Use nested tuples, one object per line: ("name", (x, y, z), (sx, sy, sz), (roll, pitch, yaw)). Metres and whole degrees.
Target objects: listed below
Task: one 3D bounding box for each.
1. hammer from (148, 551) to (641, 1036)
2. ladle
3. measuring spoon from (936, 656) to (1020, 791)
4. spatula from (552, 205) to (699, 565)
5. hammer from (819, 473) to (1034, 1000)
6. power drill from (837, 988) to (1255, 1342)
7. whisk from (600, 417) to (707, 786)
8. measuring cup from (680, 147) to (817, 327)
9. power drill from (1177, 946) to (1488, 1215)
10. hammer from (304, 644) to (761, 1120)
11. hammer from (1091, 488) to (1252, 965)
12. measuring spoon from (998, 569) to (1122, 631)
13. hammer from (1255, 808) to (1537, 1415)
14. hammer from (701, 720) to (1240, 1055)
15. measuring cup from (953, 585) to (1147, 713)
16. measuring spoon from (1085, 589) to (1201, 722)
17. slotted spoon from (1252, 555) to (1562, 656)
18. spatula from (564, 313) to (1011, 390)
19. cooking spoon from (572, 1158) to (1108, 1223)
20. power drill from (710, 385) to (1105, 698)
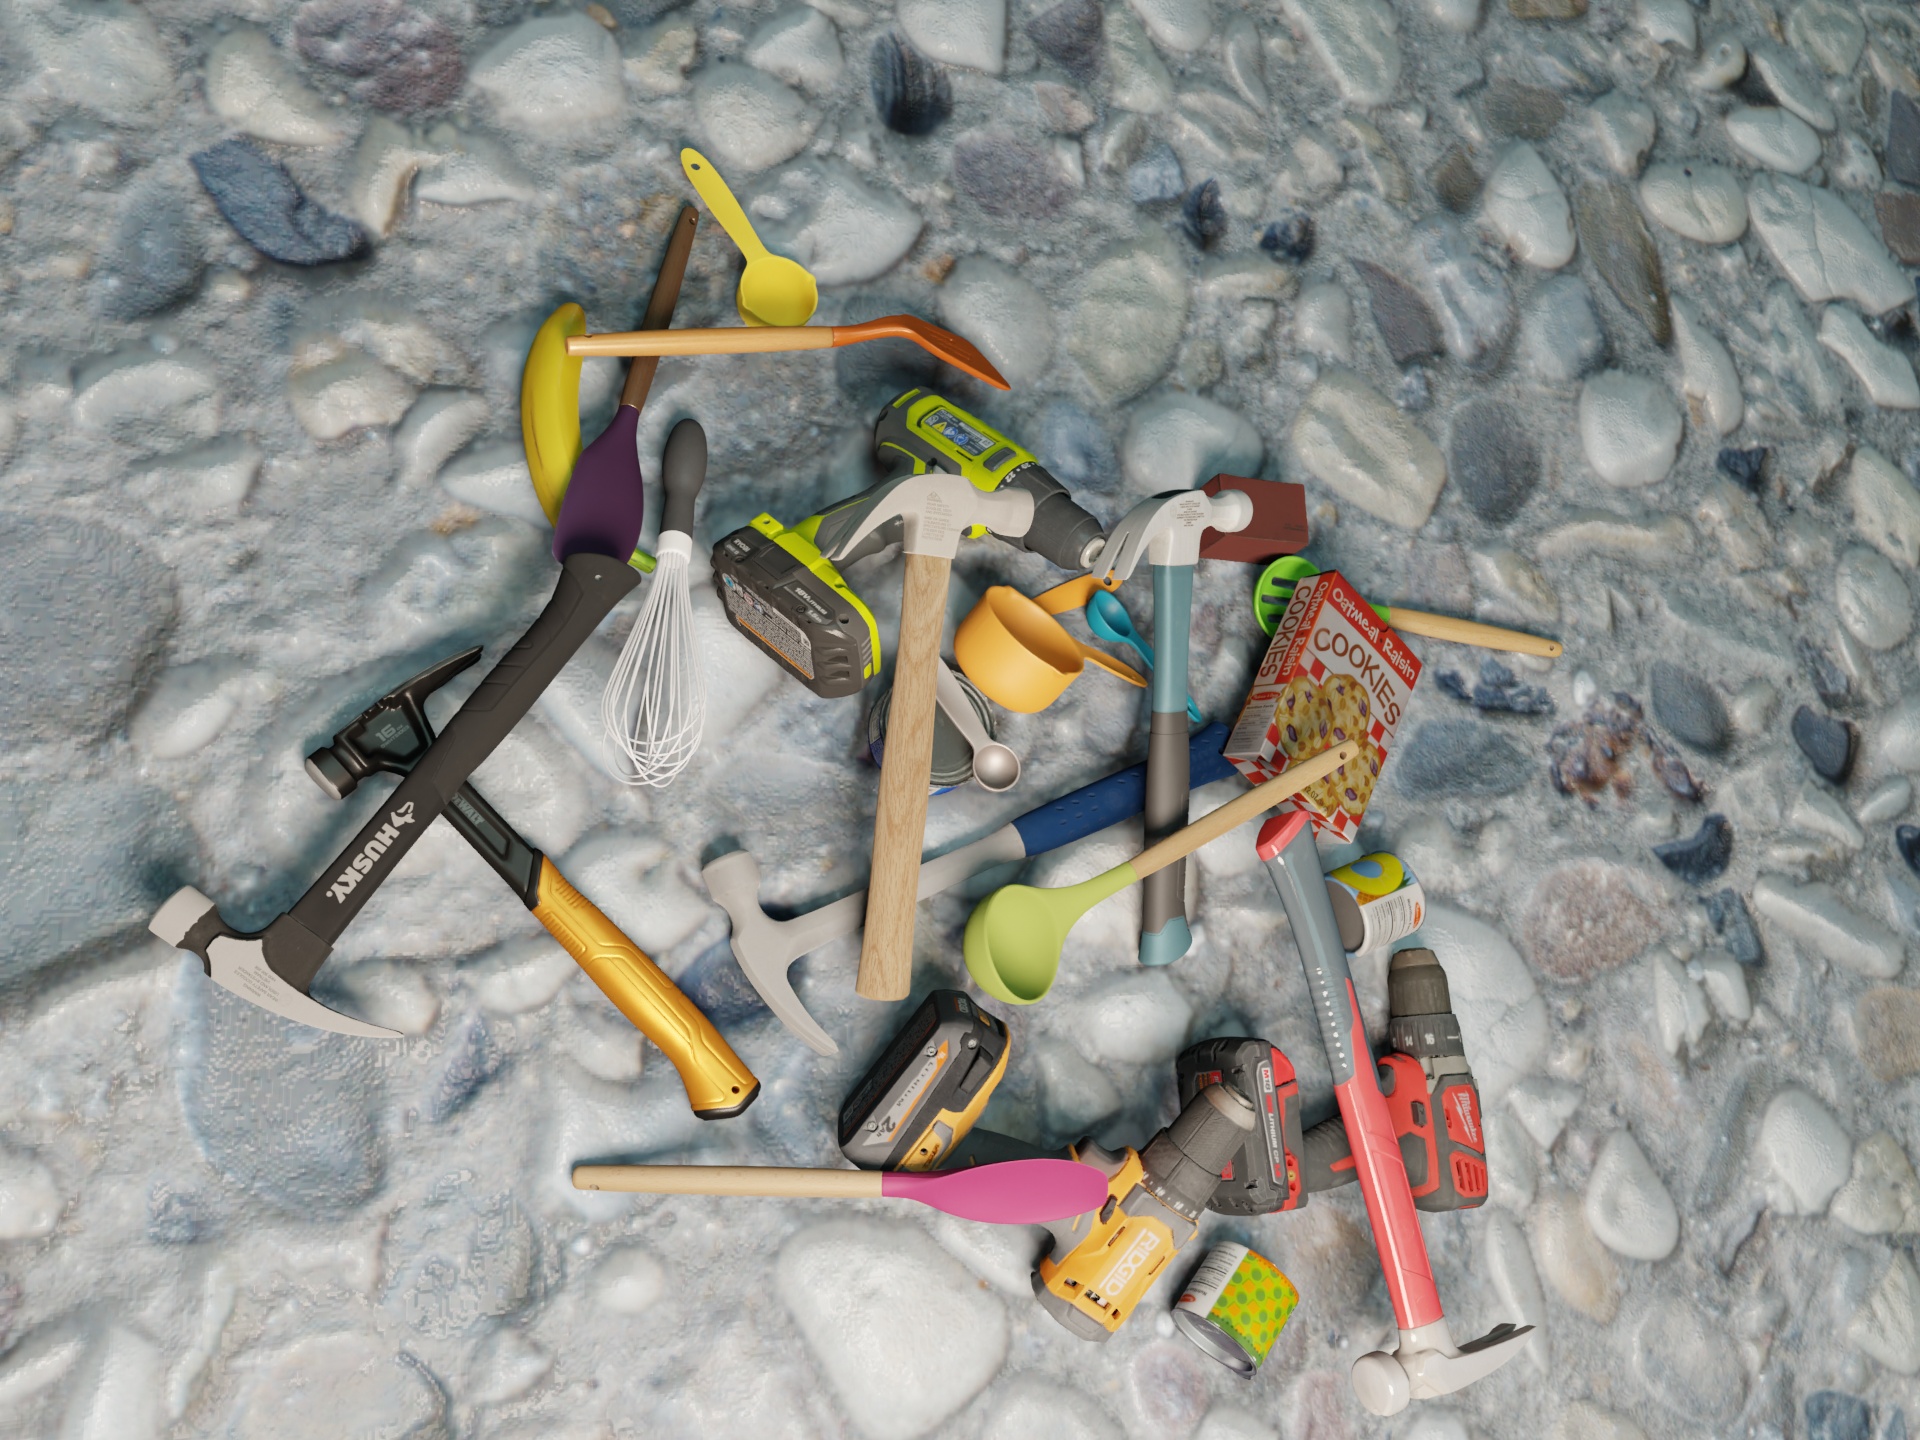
("hammer", (-0.300, 0.032, 0.939), (0.146, 0.035, 0.335), (38, 70, -7))
("ladle", (0.142, 0.090, 1.062), (0.320, 0.062, 0.078), (-27, 101, -14))
("measuring spoon", (-0.002, -0.003, 1.088), (0.034, 0.018, 0.124), (-29, 80, -25))
("spatula", (-0.216, -0.229, 1.078), (0.059, 0.018, 0.316), (33, 54, -38))
("hammer", (-0.034, 0.011, 0.995), (0.130, 0.031, 0.331), (5, 94, -26))
("power drill", (0.060, 0.262, 1.005), (0.226, 0.084, 0.185), (37, 94, -9))
("whisk", (-0.190, -0.084, 1.031), (0.070, 0.070, 0.285), (12, 57, -19))
("measuring cup", (-0.160, -0.344, 1.152), (0.062, 0.029, 0.156), (-30, 84, -27))
("power drill", (0.272, 0.257, 1.130), (0.226, 0.080, 0.188), (3, 74, -25))
("hammer", (-0.240, 0.111, 0.982), (0.337, 0.034, 0.127), (48, 65, -4))
("hammer", (0.146, 0.006, 1.105), (0.128, 0.033, 0.331), (-6, 101, -38))
("measuring spoon", (0.076, -0.091, 1.182), (0.117, 0.011, 0.021), (-22, 84, -26))
("hammer", (0.281, 0.248, 1.074), (0.143, 0.038, 0.386), (-7, 78, -31))
("hammer", (0.032, 0.092, 1.098), (0.405, 0.035, 0.144), (-21, 84, -26))
("measuring cup", (0.066, -0.036, 1.143), (0.173, 0.052, 0.095), (20, 31, -43))
("measuring spoon", (0.135, -0.043, 1.192), (0.128, 0.021, 0.042), (49, 32, -12))
("slotted spoon", (0.364, -0.079, 1.290), (0.313, 0.031, 0.070), (8, 90, -23))
("spatula", (-0.115, -0.259, 1.113), (0.322, 0.041, 0.081), (-8, 42, -25))
("cooking spoon", (-0.072, 0.274, 0.946), (0.319, 0.068, 0.017), (0, 42, 2))
("power drill", (-0.034, -0.119, 1.076), (0.228, 0.080, 0.191), (-39, 61, -25))
